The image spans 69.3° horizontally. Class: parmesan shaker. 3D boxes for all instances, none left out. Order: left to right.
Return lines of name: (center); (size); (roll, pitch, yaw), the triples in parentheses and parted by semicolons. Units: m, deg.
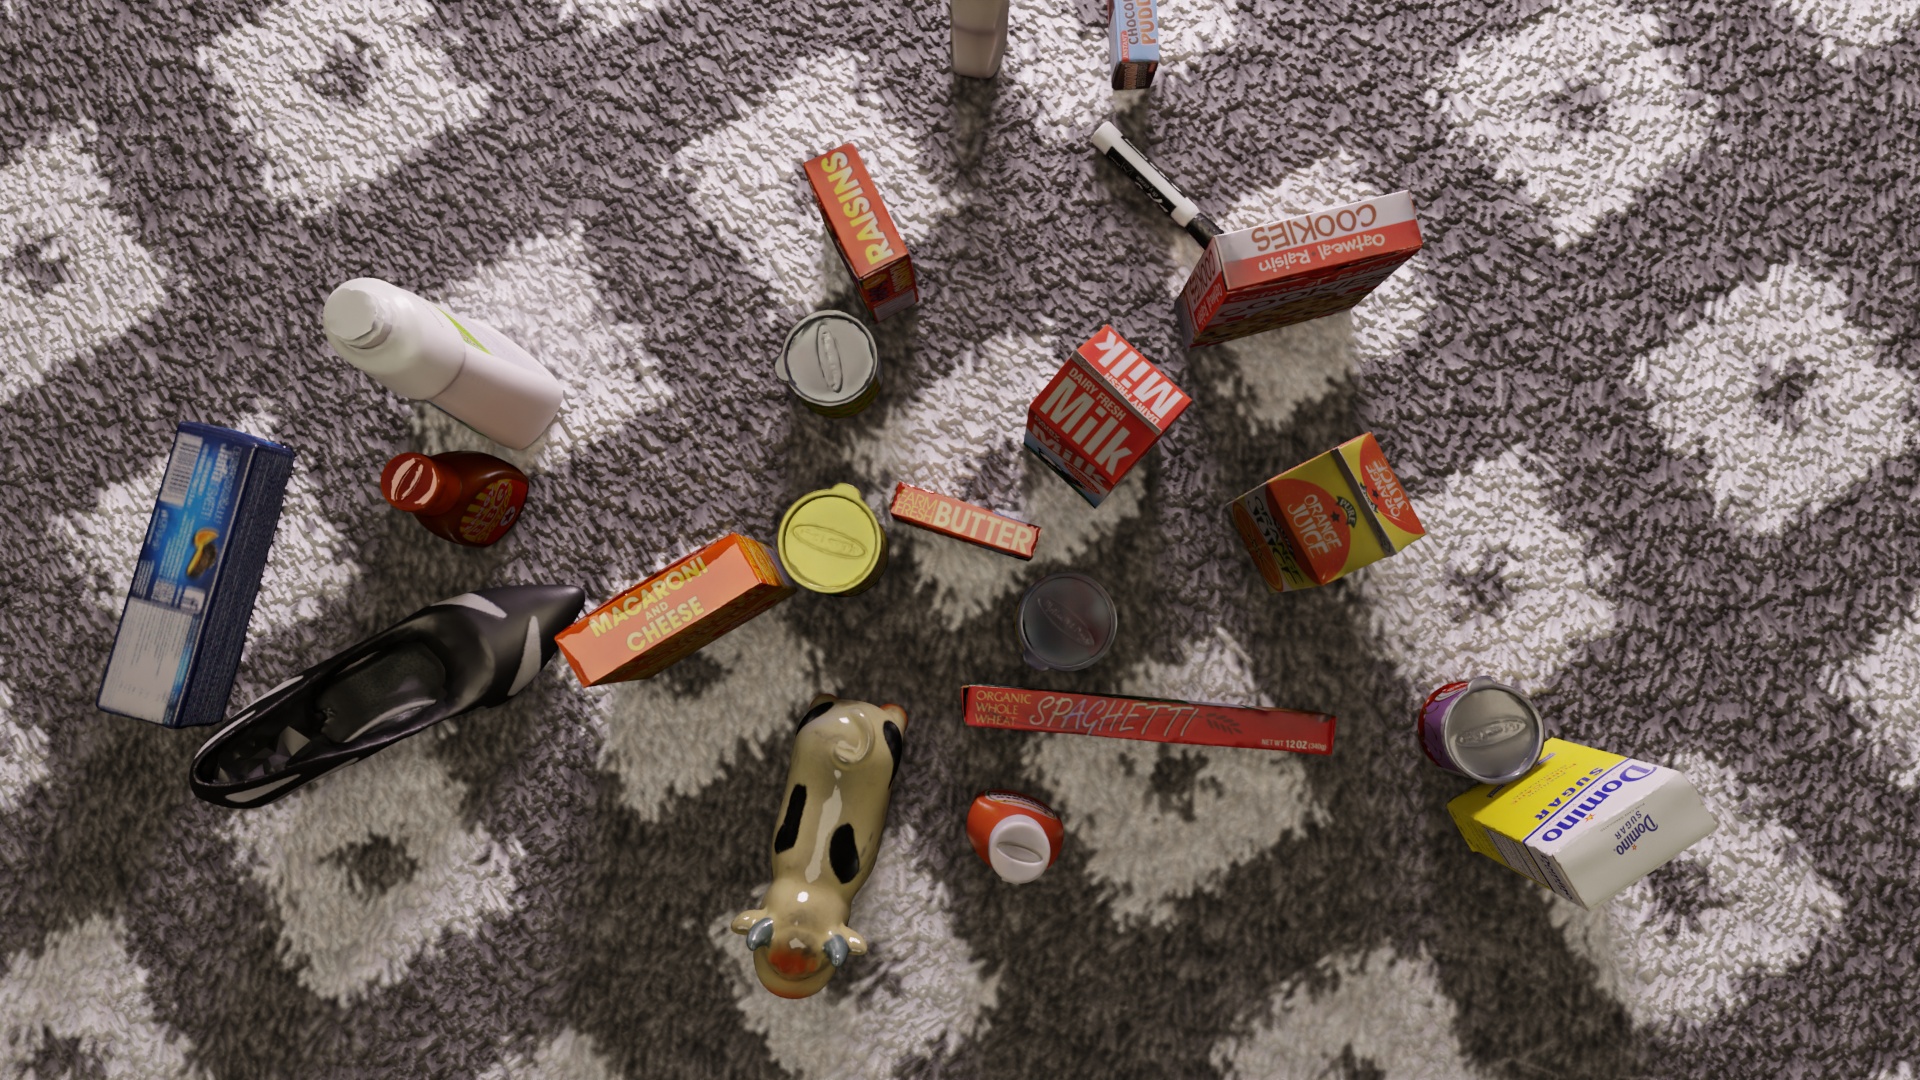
parmesan shaker: (-0.081, 0.002, 0.928); (0.071, 0.103, 0.071); (0, 86, 1)

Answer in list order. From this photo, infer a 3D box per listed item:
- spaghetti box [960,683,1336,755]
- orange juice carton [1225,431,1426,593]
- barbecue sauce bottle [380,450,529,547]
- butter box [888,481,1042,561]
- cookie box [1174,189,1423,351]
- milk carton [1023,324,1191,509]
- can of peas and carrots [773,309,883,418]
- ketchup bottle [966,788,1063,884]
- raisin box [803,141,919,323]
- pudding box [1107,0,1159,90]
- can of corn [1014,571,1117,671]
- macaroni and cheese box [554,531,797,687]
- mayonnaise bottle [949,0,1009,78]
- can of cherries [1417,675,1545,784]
spaghetti box: (0.124, 0.120, 0.943); (0.250, 0.050, 0.028); (4, 86, 1)
orange juice carton: (0.232, -0.016, 0.882); (0.073, 0.192, 0.072); (-26, 86, -1)
barbecue sauce bottle: (-0.332, -0.031, 0.910); (0.044, 0.148, 0.065); (31, 87, 3)
butter box: (0.003, -0.012, 0.954); (0.103, 0.053, 0.024); (18, 86, 2)
cookie box: (0.215, -0.172, 0.908); (0.123, 0.167, 0.040); (-14, 86, 0)
milk carton: (0.091, -0.079, 0.890); (0.072, 0.190, 0.073); (43, 87, 3)
can of peas and carrots: (-0.090, -0.120, 0.961); (0.071, 0.058, 0.071); (0, 85, 1)
ketchup bottle: (0.036, 0.190, 0.888); (0.065, 0.148, 0.043); (17, 86, 2)
raisin box: (-0.066, -0.204, 0.935); (0.040, 0.123, 0.086); (-26, 86, -1)
pudding box: (0.122, -0.369, 0.985); (0.030, 0.049, 0.083); (-2, 85, 0)
can of corn: (0.069, 0.057, 0.945); (0.071, 0.058, 0.071); (0, 85, 1)
macaroni and cheese box: (-0.177, 0.045, 0.893); (0.124, 0.166, 0.040); (-31, 86, -2)
mayonnaise bottle: (0.013, -0.368, 0.936); (0.041, 0.148, 0.065); (10, 86, 1)
can of cherries: (0.349, 0.126, 0.937); (0.071, 0.058, 0.071); (0, 85, 1)
